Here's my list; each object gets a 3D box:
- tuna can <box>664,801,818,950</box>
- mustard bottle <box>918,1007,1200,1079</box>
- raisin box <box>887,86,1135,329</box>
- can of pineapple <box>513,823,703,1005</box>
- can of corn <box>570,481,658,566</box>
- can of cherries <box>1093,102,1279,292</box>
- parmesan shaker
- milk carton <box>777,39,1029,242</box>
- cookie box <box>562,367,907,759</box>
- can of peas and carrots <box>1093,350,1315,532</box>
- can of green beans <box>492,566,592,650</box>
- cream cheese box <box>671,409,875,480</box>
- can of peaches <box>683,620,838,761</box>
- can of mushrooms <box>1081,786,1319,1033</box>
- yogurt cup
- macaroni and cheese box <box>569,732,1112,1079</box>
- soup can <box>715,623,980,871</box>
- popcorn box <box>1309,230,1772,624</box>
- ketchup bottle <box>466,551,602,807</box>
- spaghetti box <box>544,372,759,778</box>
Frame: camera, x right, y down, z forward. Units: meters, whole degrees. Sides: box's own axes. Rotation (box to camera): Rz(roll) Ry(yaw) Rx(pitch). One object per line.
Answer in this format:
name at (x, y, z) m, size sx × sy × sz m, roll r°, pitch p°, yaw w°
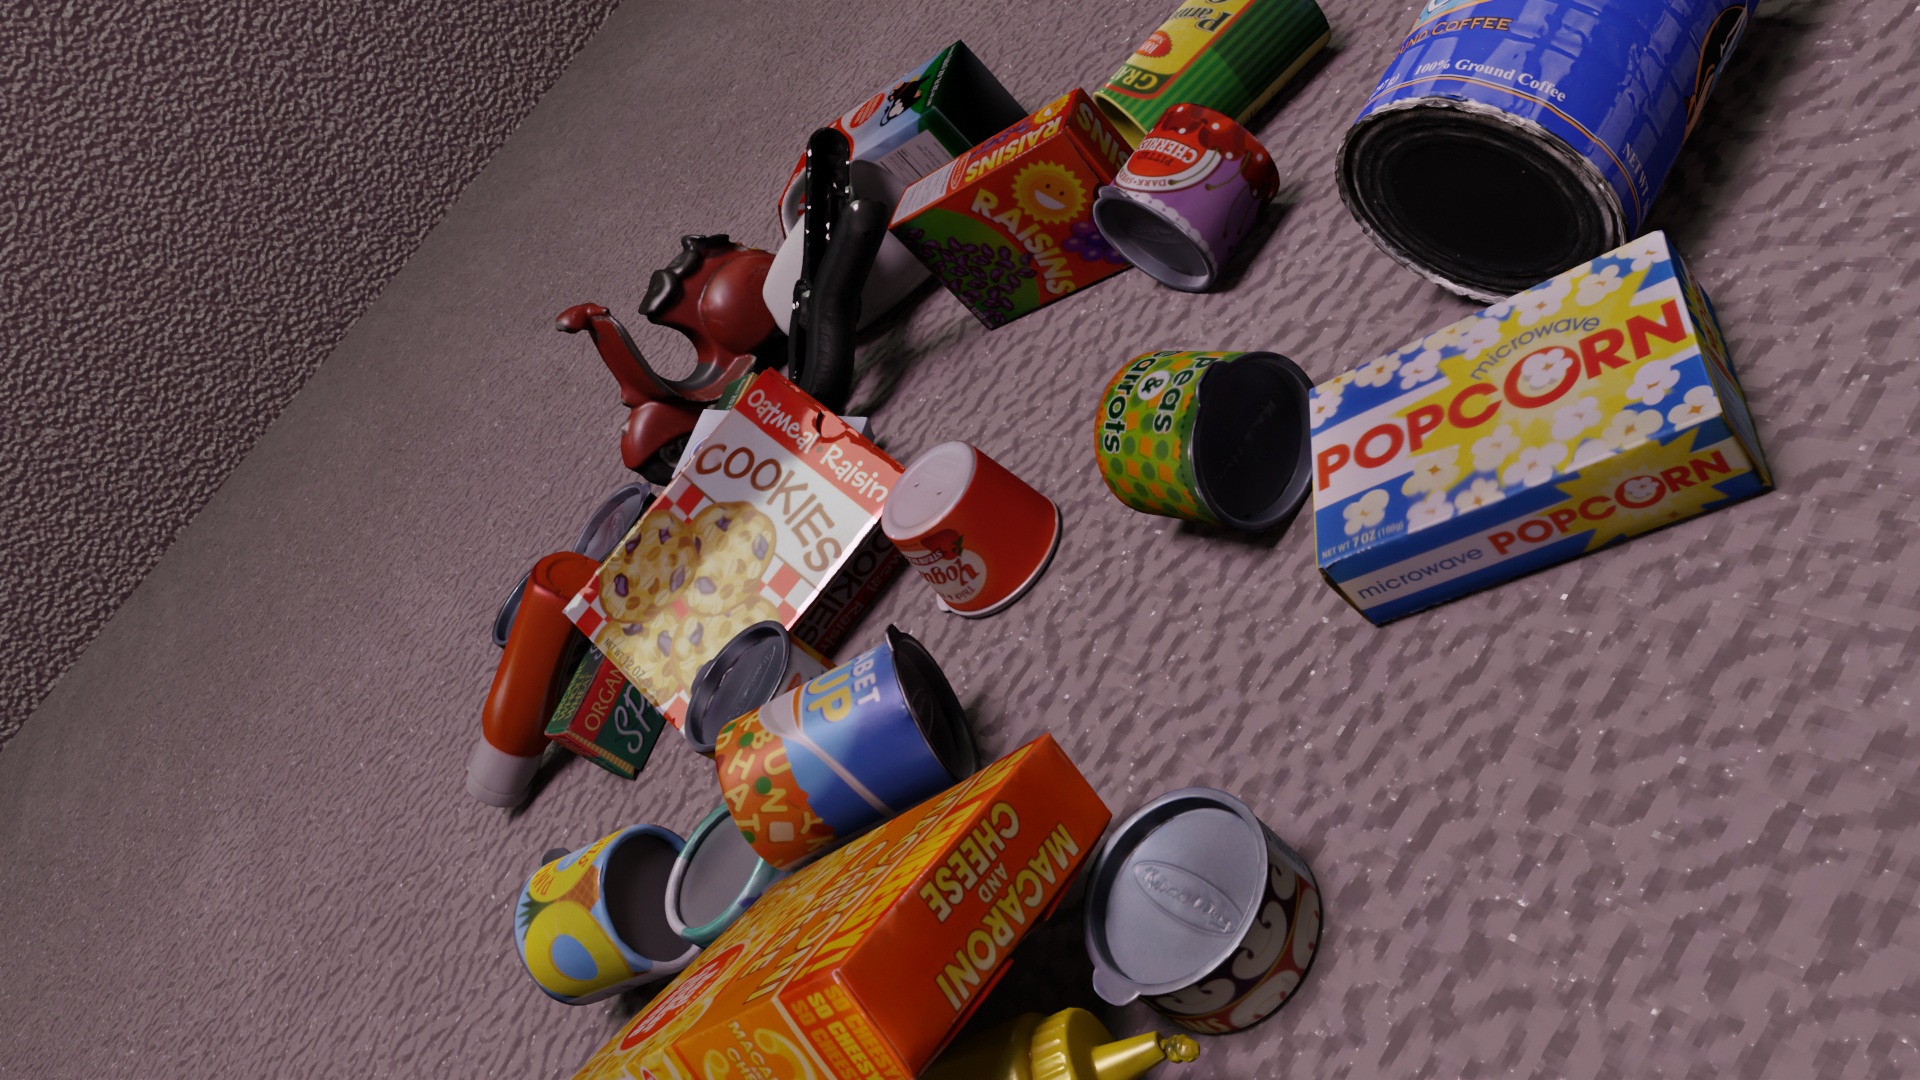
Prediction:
tuna can at (-0.090, 0.142, 0.588) m, size 0.071 × 0.032 × 0.071 m, roll -32°, pitch 35°, yaw 26°
mustard bottle at (0.001, 0.175, 0.410) m, size 0.160 × 0.065 × 0.049 m, roll -31°, pitch 60°, yaw 19°
raisin box at (0.036, -0.168, 0.719) m, size 0.123 × 0.086 × 0.040 m, roll -18°, pitch 41°, yaw 40°
can of pineapple at (-0.152, 0.162, 0.609) m, size 0.057 × 0.071 × 0.071 m, roll -28°, pitch 37°, yaw 30°
can of corn at (-0.190, 0.006, 0.837) m, size 0.071 × 0.058 × 0.071 m, roll -32°, pitch 35°, yaw 26°
can of cherries at (0.103, -0.159, 0.640) m, size 0.058 × 0.071 × 0.071 m, roll -54°, pitch 31°, yaw -8°
parmesan shaker at (0.126, -0.240, 0.706) m, size 0.103 × 0.071 × 0.071 m, roll -45°, pitch 31°, yaw 7°
milk carton at (-0.052, -0.244, 0.926) m, size 0.190 × 0.073 × 0.073 m, roll -19°, pitch 42°, yaw 40°
cookie box at (-0.106, 0.010, 0.701) m, size 0.123 × 0.040 × 0.167 m, roll 37°, pitch 86°, yaw 33°
can of peas and carrots at (0.092, -0.040, 0.525) m, size 0.059 × 0.071 × 0.071 m, roll 12°, pitch 66°, yaw 56°
can of green beans at (-0.243, 0.051, 0.854) m, size 0.071 × 0.057 × 0.071 m, roll -32°, pitch 35°, yaw 26°
cream cheese box at (-0.103, -0.045, 0.773) m, size 0.104 × 0.024 × 0.053 m, roll 4°, pitch 55°, yaw 17°
can of peaches at (-0.081, 0.078, 0.624) m, size 0.071 × 0.058 × 0.071 m, roll -32°, pitch 35°, yaw 27°
can of mushrooms at (0.071, 0.113, 0.419) m, size 0.071 × 0.033 × 0.071 m, roll -31°, pitch 36°, yaw 26°
yogurt cup at (0.002, -0.008, 0.617) m, size 0.072 × 0.054 × 0.073 m, roll -31°, pitch 35°, yaw 25°
macaroni and cheese box at (-0.041, 0.137, 0.450) m, size 0.165 × 0.040 × 0.124 m, roll -36°, pitch 2°, yaw 40°
soup can at (-0.046, 0.081, 0.548) m, size 0.083 × 0.071 × 0.072 m, roll -27°, pitch 35°, yaw 11°
popcorn box at (0.176, -0.034, 0.444) m, size 0.126 × 0.038 × 0.085 m, roll -25°, pitch 38°, yaw 34°
ketchup bottle at (-0.242, 0.082, 0.788) m, size 0.065 × 0.043 × 0.148 m, roll -82°, pitch 16°, yaw -71°
spaghetti box at (-0.158, 0.014, 0.796) m, size 0.028 × 0.050 × 0.251 m, roll -14°, pitch 45°, yaw 46°
